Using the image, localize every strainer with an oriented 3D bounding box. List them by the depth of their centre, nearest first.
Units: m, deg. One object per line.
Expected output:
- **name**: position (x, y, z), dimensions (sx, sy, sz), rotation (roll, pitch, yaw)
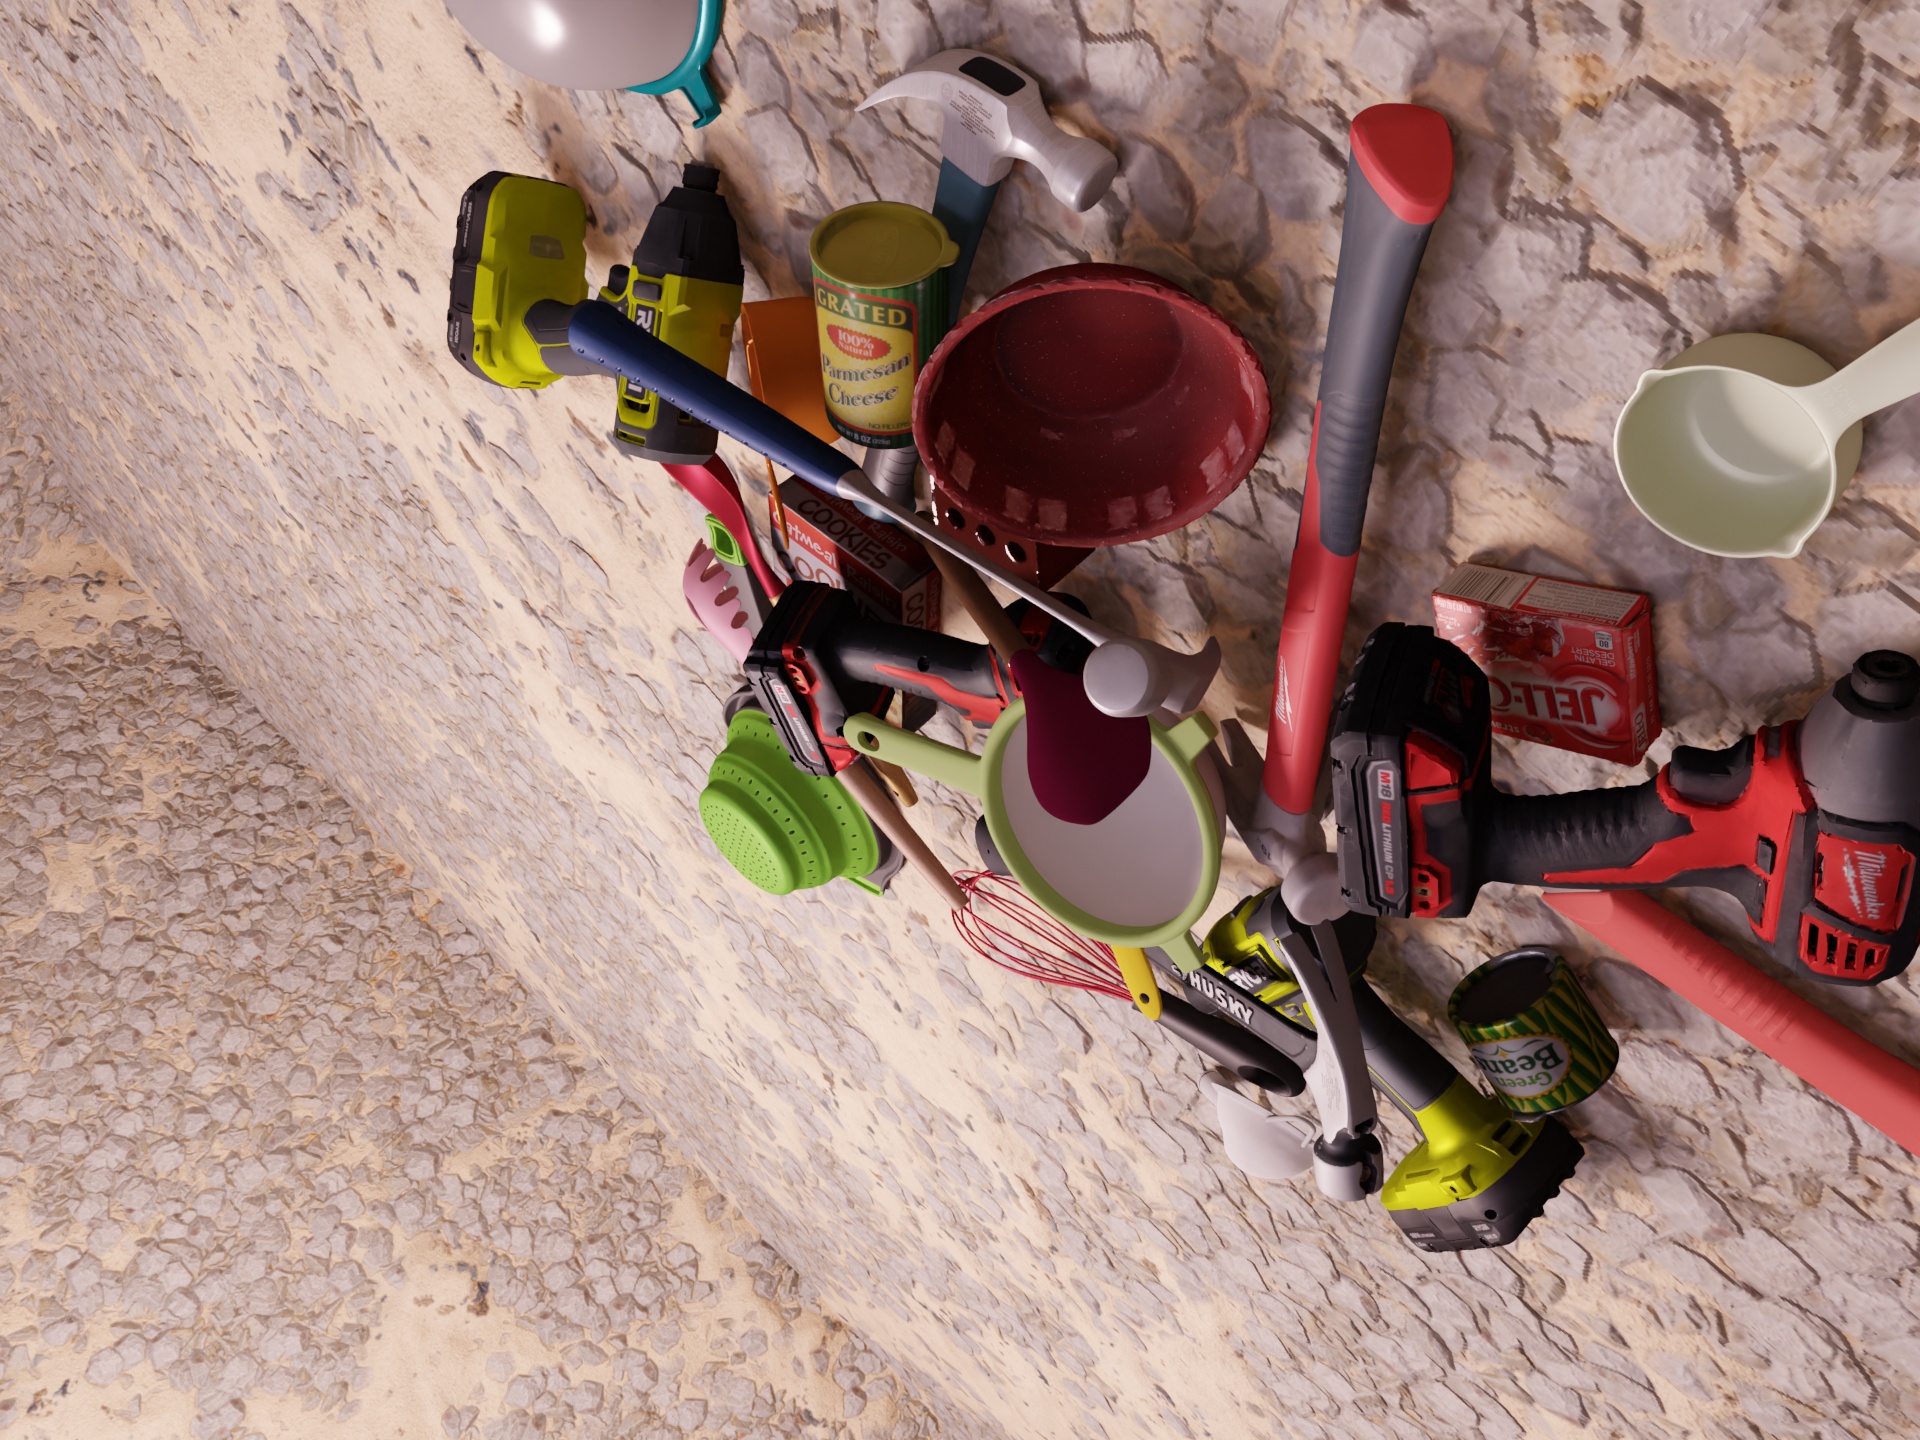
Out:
- **strainer**: position (-0.227, -0.453, 0.774), dimensions (0.211, 0.095, 0.340), rotation (36, 151, 24)
- **strainer**: position (0.048, 0.028, 0.887), dimensions (0.256, 0.069, 0.151), rotation (18, 123, 36)
- **strainer**: position (0.185, 0.260, 1.047), dimensions (0.087, 0.050, 0.258), rotation (35, 176, 1)

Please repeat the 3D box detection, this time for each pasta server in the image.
- **pasta server**: position (-0.095, 0.005, 1.114), dimensions (0.316, 0.040, 0.060), rotation (50, 174, 3)

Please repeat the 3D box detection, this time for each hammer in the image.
- **hammer**: position (0.157, -0.086, 0.716), dimensions (0.143, 0.038, 0.385), rotation (-115, 18, -46)
- **hammer**: position (0.320, 0.106, 0.745), dimensions (0.359, 0.037, 0.149), rotation (37, 150, 23)
- **hammer**: position (-0.044, -0.114, 0.808), dimensions (0.406, 0.144, 0.035), rotation (33, 105, 23)
- **hammer**: position (-0.016, -0.208, 0.841), dimensions (0.128, 0.033, 0.330), rotation (43, 152, 11)
- **hammer**: position (0.111, 0.130, 0.974), dimensions (0.409, 0.036, 0.149), rotation (30, 134, 59)

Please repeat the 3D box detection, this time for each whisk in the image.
- **whisk**: position (0.111, 0.184, 1.125), dimensions (0.296, 0.073, 0.073), rotation (28, 146, 24)

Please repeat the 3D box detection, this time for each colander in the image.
- **colander**: position (-0.163, 0.017, 1.265), dimensions (0.205, 0.094, 0.396), rotation (27, 145, 36)

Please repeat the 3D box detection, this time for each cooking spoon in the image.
- **cooking spoon**: position (0.024, -0.044, 0.852), dimensions (0.017, 0.069, 0.319), rotation (39, -169, -34)

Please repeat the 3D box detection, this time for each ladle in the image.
- **ladle**: position (-0.110, -0.065, 1.074), dimensions (0.069, 0.031, 0.315), rotation (12, 138, 60)

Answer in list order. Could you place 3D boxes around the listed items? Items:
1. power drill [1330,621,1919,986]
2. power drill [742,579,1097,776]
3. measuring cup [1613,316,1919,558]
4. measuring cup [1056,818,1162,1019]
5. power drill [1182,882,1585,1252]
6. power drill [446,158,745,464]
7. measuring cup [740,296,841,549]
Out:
- **power drill**: position (0.266, 0.027, 0.631), dimensions (0.220, 0.079, 0.143), rotation (6, 132, 24)
- **power drill**: position (-0.002, -0.003, 0.986), dimensions (0.227, 0.080, 0.187), rotation (6, 141, 27)
- **measuring cup**: position (0.291, -0.112, 0.517), dimensions (0.083, 0.038, 0.167), rotation (50, 150, -2)
- **measuring cup**: position (0.078, 0.108, 0.932), dimensions (0.062, 0.029, 0.156), rotation (-24, 89, 43)
- **power drill**: position (0.234, 0.200, 0.945), dimensions (0.228, 0.080, 0.190), rotation (48, 156, 7)
- **power drill**: position (-0.222, -0.265, 0.985), dimensions (0.223, 0.080, 0.171), rotation (24, 110, 38)
- **measuring cup**: position (-0.092, -0.172, 0.947), dimensions (0.173, 0.052, 0.095), rotation (87, 168, -48)
